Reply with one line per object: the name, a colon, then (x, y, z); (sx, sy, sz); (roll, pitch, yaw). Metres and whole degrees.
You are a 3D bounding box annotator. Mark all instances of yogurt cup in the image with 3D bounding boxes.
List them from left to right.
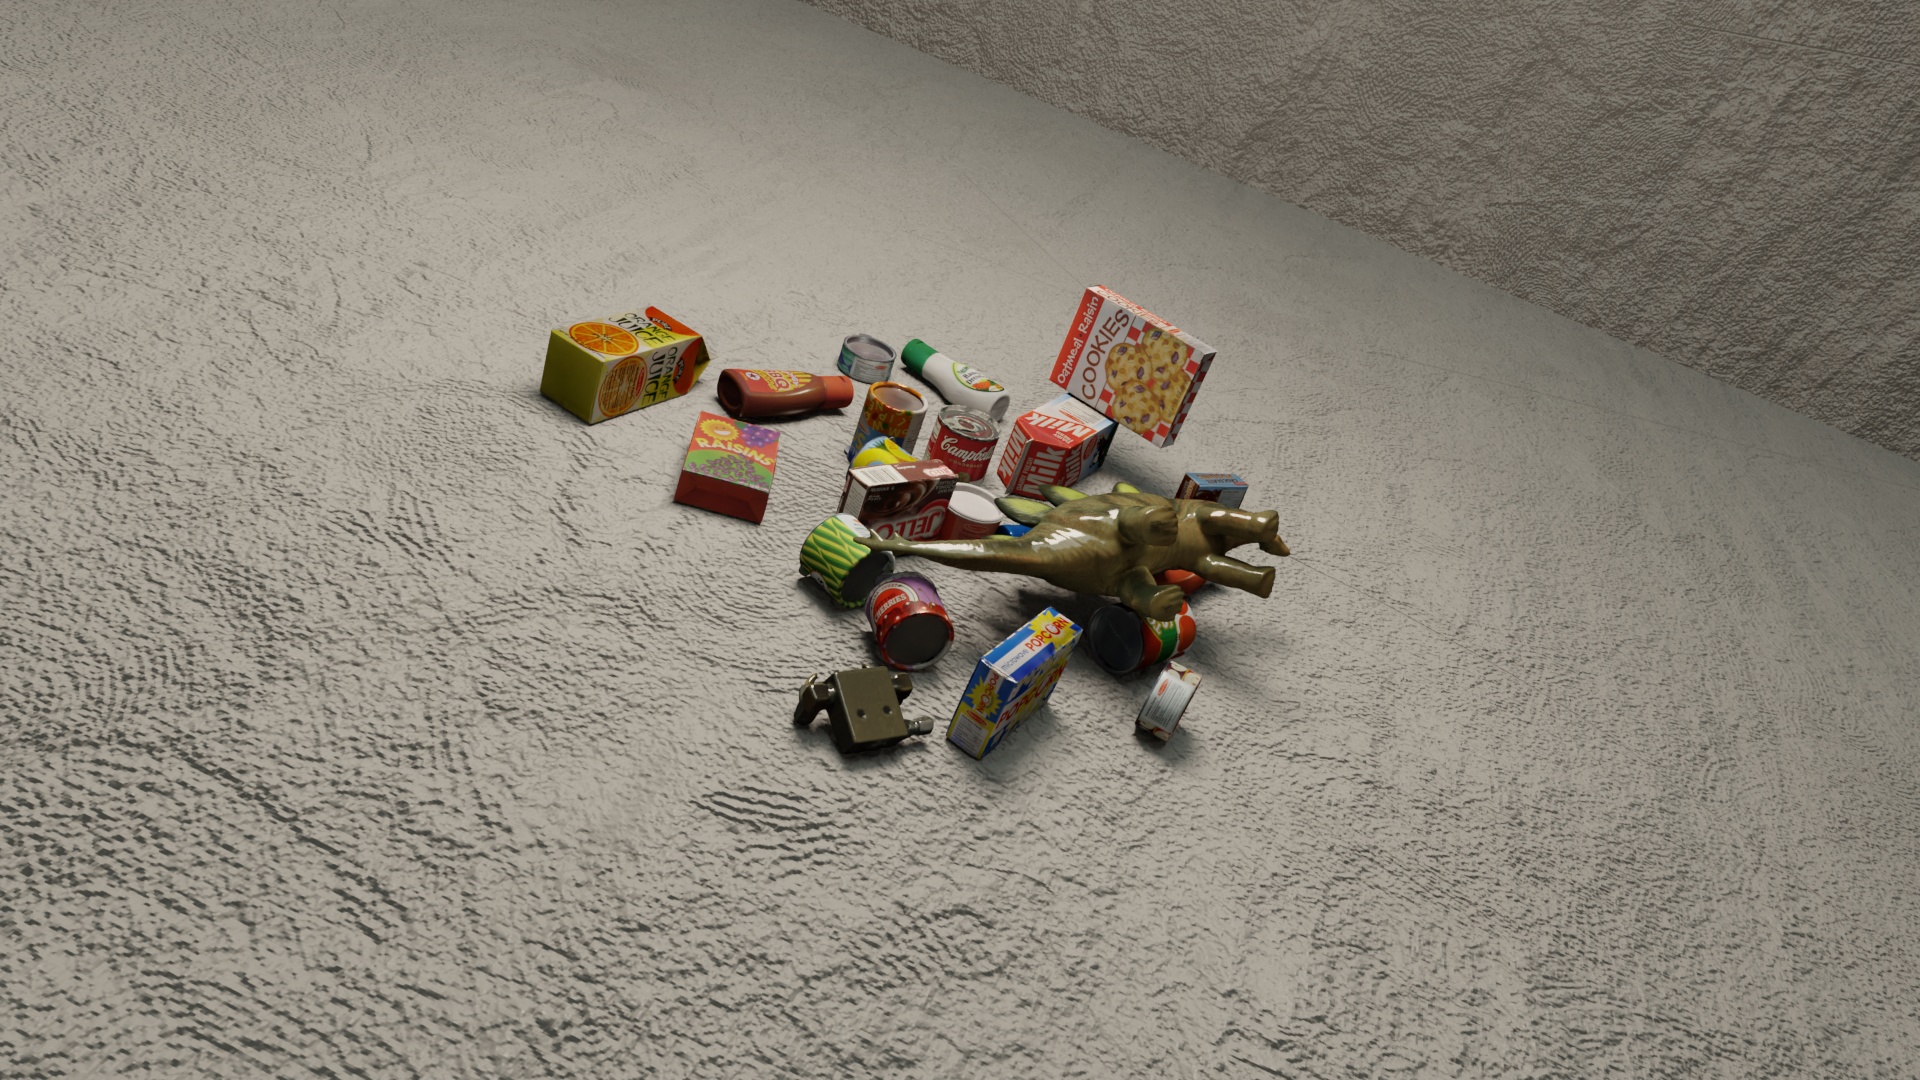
yogurt cup: (0.005, -0.017, 1.384); (0.072, 0.053, 0.073); (16, 29, -9)

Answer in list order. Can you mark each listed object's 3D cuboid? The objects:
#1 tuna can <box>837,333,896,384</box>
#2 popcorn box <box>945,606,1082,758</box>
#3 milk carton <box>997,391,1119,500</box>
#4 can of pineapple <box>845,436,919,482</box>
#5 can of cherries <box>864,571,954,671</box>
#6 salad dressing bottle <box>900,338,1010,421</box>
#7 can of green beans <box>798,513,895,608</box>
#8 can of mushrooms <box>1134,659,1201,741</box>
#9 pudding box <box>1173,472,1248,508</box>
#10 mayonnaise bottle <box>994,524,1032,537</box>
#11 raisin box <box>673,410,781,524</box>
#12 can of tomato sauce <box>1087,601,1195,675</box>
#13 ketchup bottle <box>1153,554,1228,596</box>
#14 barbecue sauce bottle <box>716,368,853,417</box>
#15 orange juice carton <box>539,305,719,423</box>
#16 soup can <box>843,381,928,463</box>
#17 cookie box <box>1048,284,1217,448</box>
tuna can: (-0.113, -0.219, 1.668); (0.071, 0.032, 0.071); (16, 29, -9)
popcorn box: (0.046, 0.117, 1.153); (0.038, 0.084, 0.127); (32, 31, 18)
milk carton: (0.105, -0.105, 1.579); (0.073, 0.072, 0.191); (31, 29, 17)
can of pineapple: (-0.071, -0.064, 1.398); (0.058, 0.070, 0.071); (36, 32, 24)
can of cherries: (-0.046, 0.068, 1.192); (0.071, 0.071, 0.058); (6, 33, -25)
salad dressing bottle: (-0.008, -0.195, 1.685); (0.148, 0.043, 0.064); (35, 33, 25)
can of green beans: (-0.101, 0.019, 1.244); (0.071, 0.071, 0.058); (-12, 44, -45)
can of mushrooms: (0.183, 0.140, 1.222); (0.033, 0.070, 0.071); (28, 30, 13)
pudding box: (0.293, -0.052, 1.631); (0.084, 0.049, 0.030); (-1, 34, -34)
mayonnaise bottle: (0.102, 0.001, 1.428); (0.148, 0.041, 0.065); (-1, 35, -35)
raisin box: (-0.223, -0.072, 1.346); (0.086, 0.039, 0.124); (14, 31, -10)
can of tomato sauce: (0.172, 0.085, 1.303); (0.083, 0.070, 0.071); (-11, 42, -44)
ketchup bottle: (0.223, 0.033, 1.450); (0.149, 0.043, 0.065); (-7, 36, -40)
barbecue sauce bottle: (-0.187, -0.161, 1.514); (0.149, 0.043, 0.065); (-5, 37, -39)
orange juice carton: (-0.335, -0.187, 1.433); (0.072, 0.072, 0.193); (31, 30, 18)
soup can: (-0.079, -0.118, 1.468); (0.071, 0.083, 0.072); (15, 29, -9)
cookie box: (0.195, -0.202, 1.598); (0.168, 0.122, 0.040); (35, 28, 24)
